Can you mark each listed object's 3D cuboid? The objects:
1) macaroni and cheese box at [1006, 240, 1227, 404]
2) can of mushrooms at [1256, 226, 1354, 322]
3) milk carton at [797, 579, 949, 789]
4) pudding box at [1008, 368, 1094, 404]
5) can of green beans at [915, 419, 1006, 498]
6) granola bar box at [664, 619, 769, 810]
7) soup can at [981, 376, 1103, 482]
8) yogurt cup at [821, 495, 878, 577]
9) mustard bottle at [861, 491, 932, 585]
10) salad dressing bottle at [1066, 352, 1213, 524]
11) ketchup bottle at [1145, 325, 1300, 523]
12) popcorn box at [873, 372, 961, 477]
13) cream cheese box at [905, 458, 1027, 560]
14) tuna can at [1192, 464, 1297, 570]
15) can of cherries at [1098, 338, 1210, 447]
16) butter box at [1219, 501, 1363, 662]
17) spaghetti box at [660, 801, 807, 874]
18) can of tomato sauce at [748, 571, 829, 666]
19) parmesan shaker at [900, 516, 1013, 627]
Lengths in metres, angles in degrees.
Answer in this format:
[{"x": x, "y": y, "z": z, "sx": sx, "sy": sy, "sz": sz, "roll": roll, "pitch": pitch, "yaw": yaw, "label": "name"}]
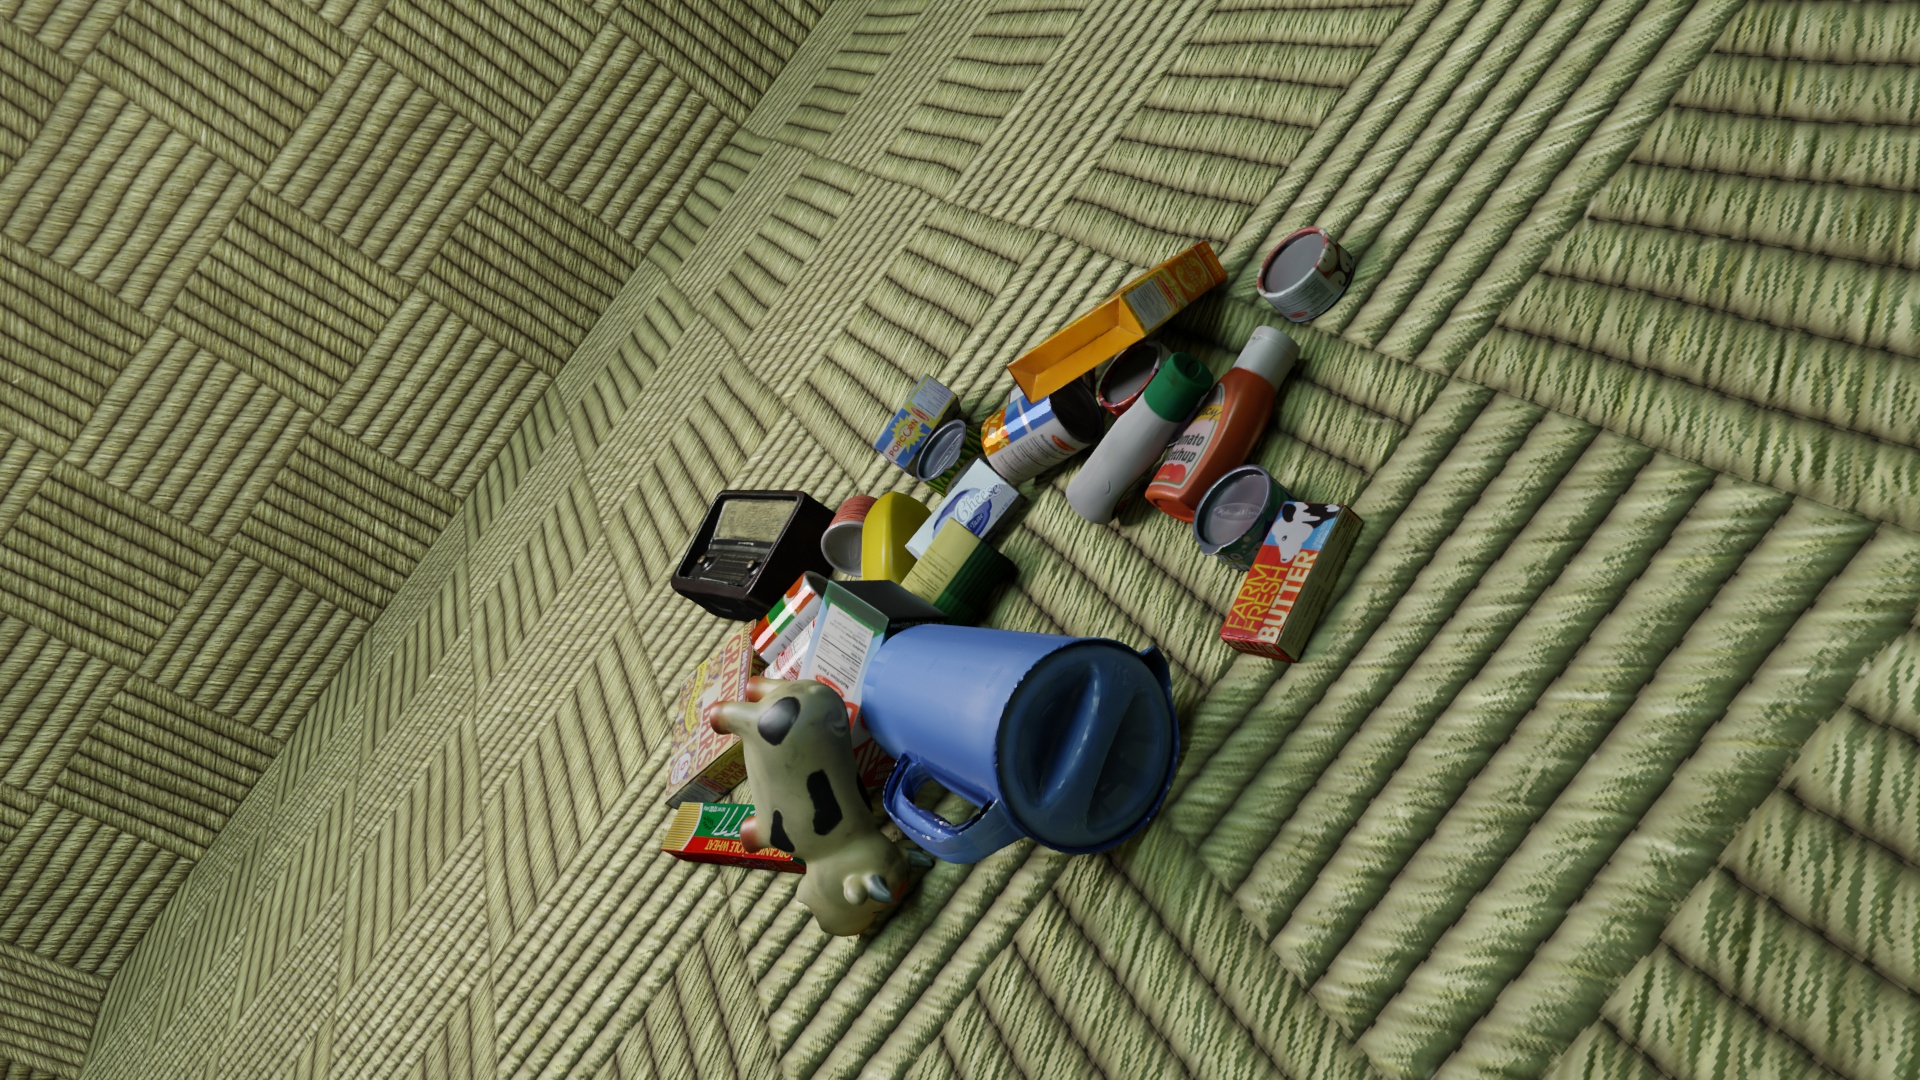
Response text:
[{"x": 0.128, "y": -0.179, "z": 1.120, "sx": 0.123, "sy": 0.040, "sz": 0.167, "roll": -28, "pitch": 8, "yaw": 40, "label": "macaroni and cheese box"}, {"x": 0.256, "y": -0.200, "z": 1.036, "sx": 0.070, "sy": 0.033, "sz": 0.071, "roll": -38, "pitch": 32, "yaw": 29, "label": "can of mushrooms"}, {"x": -0.084, "y": 0.131, "z": 1.095, "sx": 0.073, "sy": 0.072, "sz": 0.190, "roll": 29, "pitch": 107, "yaw": 37, "label": "milk carton"}, {"x": 0.080, "y": -0.129, "z": 1.233, "sx": 0.083, "sy": 0.030, "sz": 0.050, "roll": -35, "pitch": 32, "yaw": 33, "label": "pudding box"}, {"x": 0.002, "y": -0.066, "z": 1.253, "sx": 0.071, "sy": 0.058, "sz": 0.071, "roll": -38, "pitch": 32, "yaw": 29, "label": "can of green beans"}, {"x": -0.234, "y": 0.174, "z": 1.372, "sx": 0.124, "sy": 0.039, "sz": 0.166, "roll": -40, "pitch": 31, "yaw": 25, "label": "granola bar box"}, {"x": 0.069, "y": -0.097, "z": 1.175, "sx": 0.083, "sy": 0.071, "sz": 0.072, "roll": -29, "pitch": 37, "yaw": 40, "label": "soup can"}, {"x": -0.095, "y": -0.007, "z": 1.335, "sx": 0.072, "sy": 0.072, "sz": 0.054, "roll": -35, "pitch": 25, "yaw": 32, "label": "yogurt cup"}, {"x": -0.058, "y": 0.032, "z": 1.235, "sx": 0.048, "sy": 0.065, "sz": 0.161, "roll": -36, "pitch": 37, "yaw": 39, "label": "mustard bottle"}, {"x": 0.132, "y": -0.075, "z": 1.031, "sx": 0.147, "sy": 0.044, "sz": 0.064, "roll": -56, "pitch": -4, "yaw": 39, "label": "salad dressing bottle"}, {"x": 0.192, "y": -0.083, "z": 0.995, "sx": 0.149, "sy": 0.043, "sz": 0.064, "roll": -57, "pitch": 18, "yaw": -7, "label": "ketchup bottle"}, {"x": -0.039, "y": -0.108, "z": 1.329, "sx": 0.085, "sy": 0.038, "sz": 0.126, "roll": -54, "pitch": -2, "yaw": 0, "label": "popcorn box"}, {"x": 0.004, "y": -0.015, "z": 1.202, "sx": 0.053, "sy": 0.024, "sz": 0.103, "roll": 43, "pitch": 98, "yaw": 24, "label": "cream cheese box"}, {"x": 0.190, "y": -0.013, "z": 0.930, "sx": 0.071, "sy": 0.033, "sz": 0.071, "roll": -38, "pitch": 32, "yaw": 29, "label": "tuna can"}, {"x": 0.148, "y": -0.112, "z": 1.079, "sx": 0.071, "sy": 0.058, "sz": 0.072, "roll": -37, "pitch": 32, "yaw": 29, "label": "can of cherries"}, {"x": 0.207, "y": 0.024, "z": 0.872, "sx": 0.053, "sy": 0.024, "sz": 0.104, "roll": 7, "pitch": 65, "yaw": 59, "label": "butter box"}, {"x": -0.190, "y": 0.259, "z": 1.221, "sx": 0.249, "sy": 0.028, "sz": 0.050, "roll": -13, "pitch": 49, "yaw": 52, "label": "spaghetti box"}, {"x": -0.150, "y": 0.079, "z": 1.318, "sx": 0.083, "sy": 0.071, "sz": 0.071, "roll": -48, "pitch": 28, "yaw": 11, "label": "can of tomato sauce"}, {"x": -0.010, "y": 0.042, "z": 1.147, "sx": 0.103, "sy": 0.071, "sz": 0.071, "roll": -53, "pitch": 28, "yaw": 1, "label": "parmesan shaker"}]
